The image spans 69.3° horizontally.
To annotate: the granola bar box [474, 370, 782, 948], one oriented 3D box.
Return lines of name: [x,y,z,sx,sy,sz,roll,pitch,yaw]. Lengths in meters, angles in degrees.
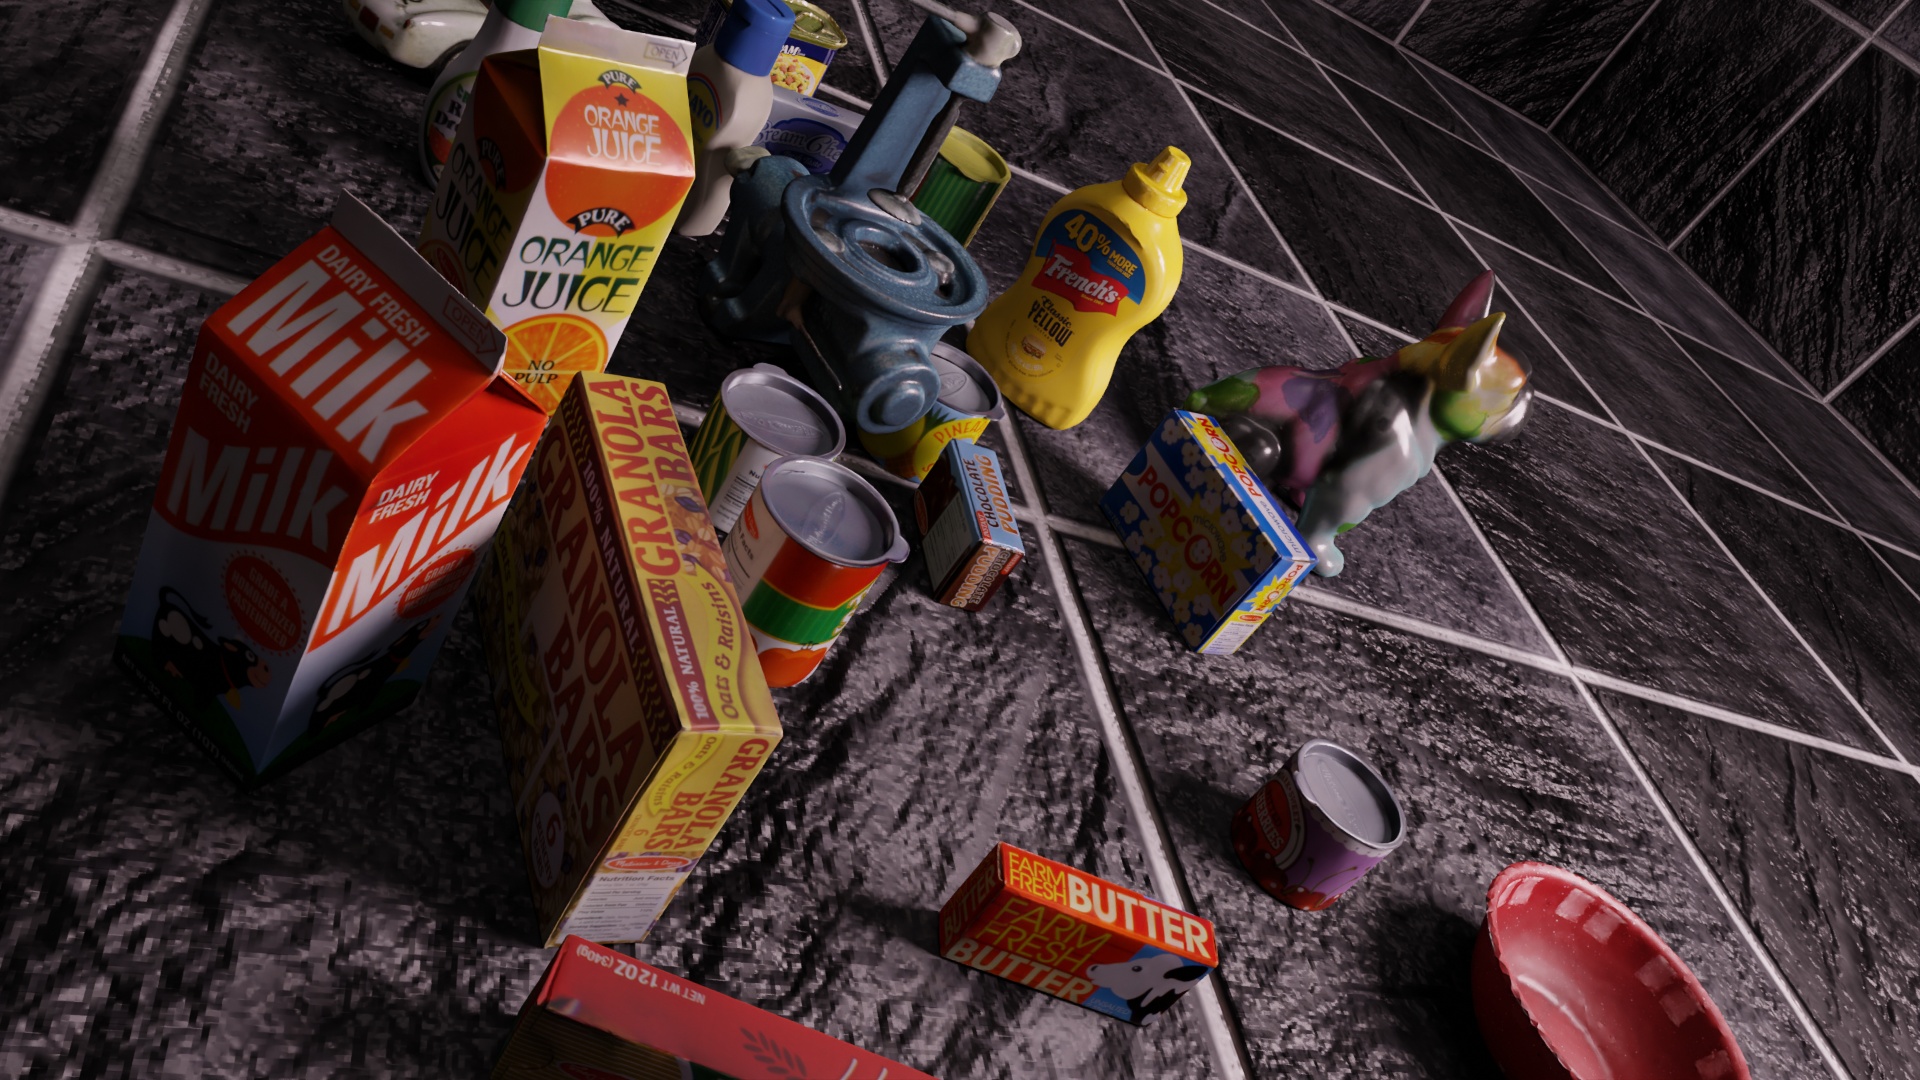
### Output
granola bar box: [-0.127,0.040,0.496,0.039,0.123,0.166,8,42,-37]

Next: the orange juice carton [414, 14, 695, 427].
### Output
orange juice carton: [-0.182,-0.142,0.613,0.072,0.191,0.073,-5,50,-46]

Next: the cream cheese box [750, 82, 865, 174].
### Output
cream cheese box: [-0.112,-0.289,0.993,0.104,0.053,0.024,10,41,-34]

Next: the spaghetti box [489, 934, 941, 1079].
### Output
spaghetti box: [-0.026,0.197,0.455,0.250,0.050,0.029,26,33,-14]

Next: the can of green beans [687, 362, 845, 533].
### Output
can of green beans: [-0.099,-0.042,0.687,0.071,0.057,0.071,24,34,-17]

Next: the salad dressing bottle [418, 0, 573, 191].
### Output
salad dressing bottle: [-0.242,-0.248,0.737,0.064,0.147,0.044,29,33,-11]

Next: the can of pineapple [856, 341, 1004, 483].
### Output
can of pineapple: [-0.018,-0.073,0.799,0.071,0.057,0.071,24,34,-17]

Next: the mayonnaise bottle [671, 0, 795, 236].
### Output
mayonnaise bottle: [-0.147,-0.258,0.836,0.065,0.147,0.041,47,34,17]

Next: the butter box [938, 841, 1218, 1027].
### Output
butter box: [0.047,0.161,0.564,0.103,0.053,0.024,25,34,-17]

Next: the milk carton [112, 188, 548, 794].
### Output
milk carton: [-0.197,-0.014,0.439,0.072,0.189,0.074,41,33,8]

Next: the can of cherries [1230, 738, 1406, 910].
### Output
can of cherries: [0.177,0.143,0.700,0.071,0.058,0.072,24,34,-17]

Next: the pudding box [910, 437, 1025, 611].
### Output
pudding box: [0.003,-0.009,0.744,0.030,0.049,0.084,16,37,-28]

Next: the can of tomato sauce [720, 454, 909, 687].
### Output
can of tomato sauce: [-0.073,0.015,0.614,0.071,0.082,0.071,24,34,-17]

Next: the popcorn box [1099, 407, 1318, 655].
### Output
popcorn box: [0.147,-0.006,0.837,0.038,0.084,0.127,5,43,-39]

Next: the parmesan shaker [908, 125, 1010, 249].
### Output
parmesan shaker: [-0.020,-0.221,0.945,0.071,0.102,0.072,24,34,-18]
